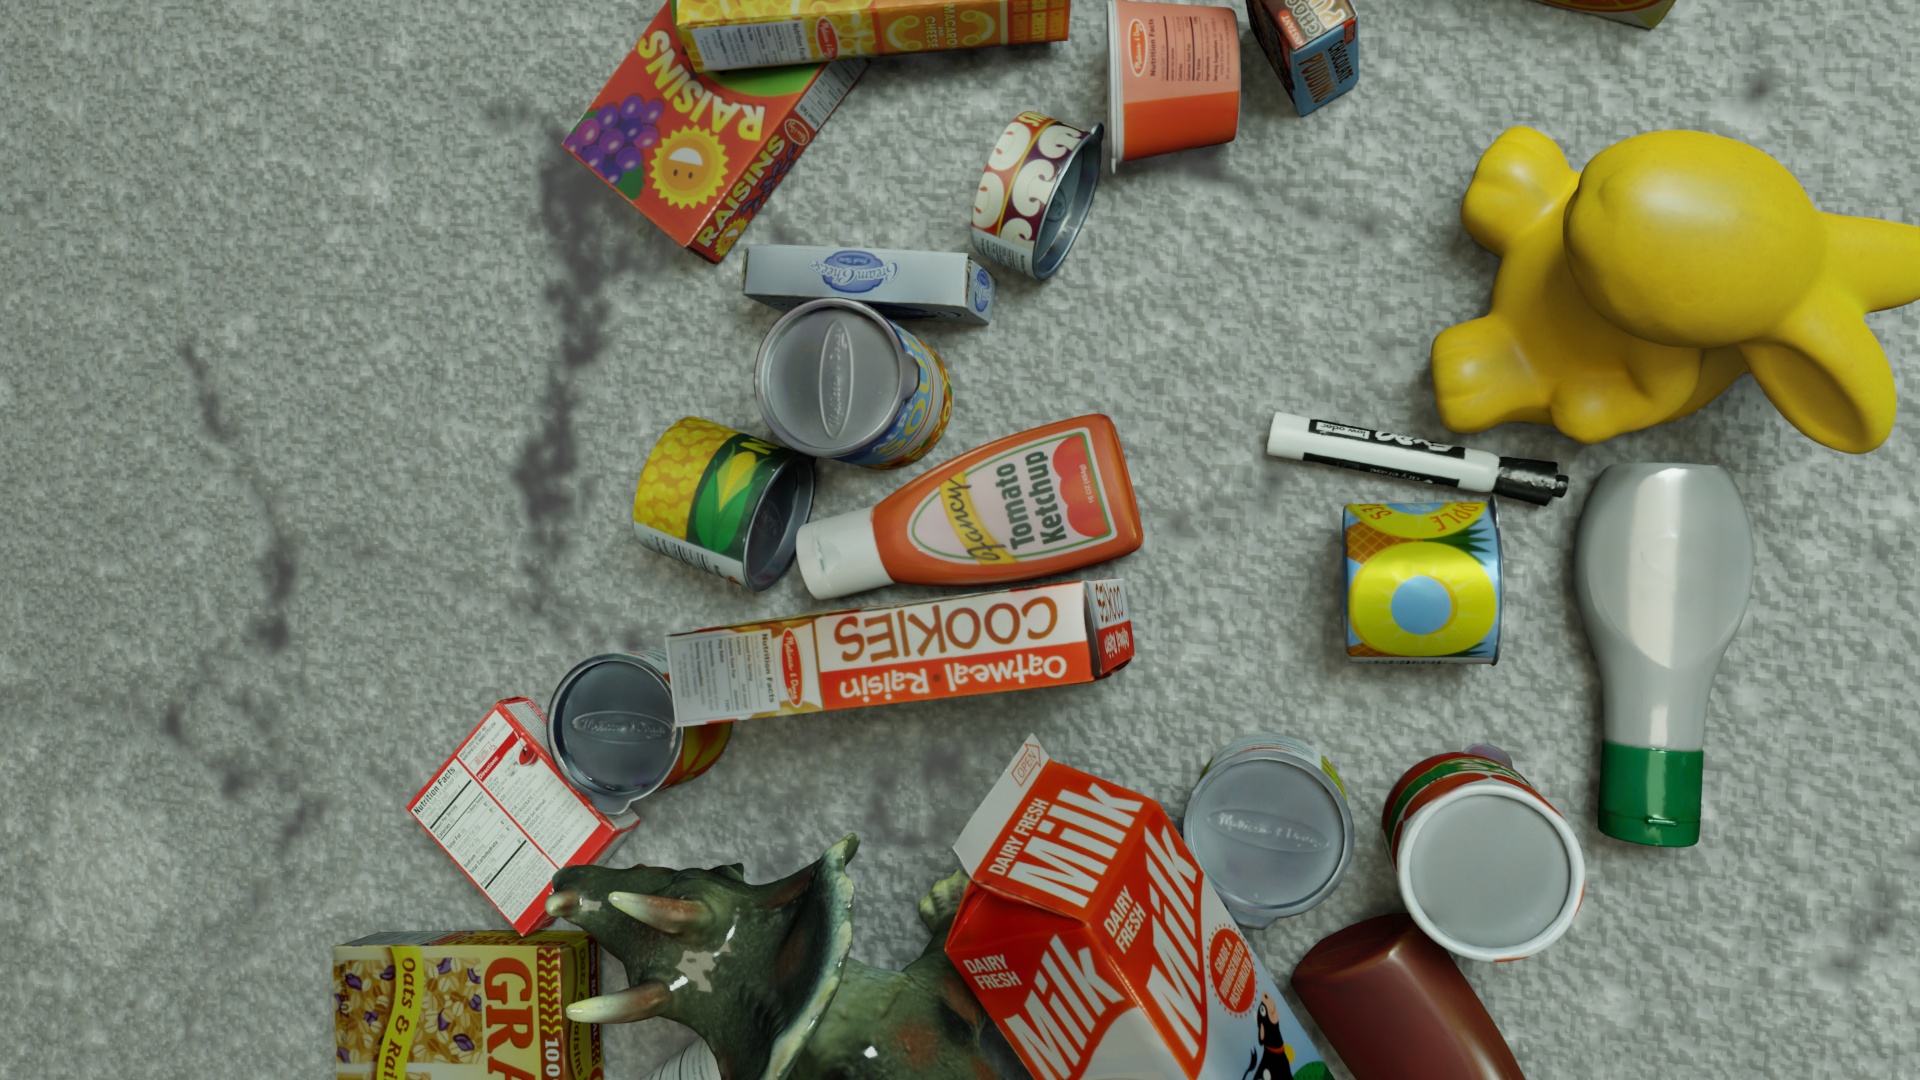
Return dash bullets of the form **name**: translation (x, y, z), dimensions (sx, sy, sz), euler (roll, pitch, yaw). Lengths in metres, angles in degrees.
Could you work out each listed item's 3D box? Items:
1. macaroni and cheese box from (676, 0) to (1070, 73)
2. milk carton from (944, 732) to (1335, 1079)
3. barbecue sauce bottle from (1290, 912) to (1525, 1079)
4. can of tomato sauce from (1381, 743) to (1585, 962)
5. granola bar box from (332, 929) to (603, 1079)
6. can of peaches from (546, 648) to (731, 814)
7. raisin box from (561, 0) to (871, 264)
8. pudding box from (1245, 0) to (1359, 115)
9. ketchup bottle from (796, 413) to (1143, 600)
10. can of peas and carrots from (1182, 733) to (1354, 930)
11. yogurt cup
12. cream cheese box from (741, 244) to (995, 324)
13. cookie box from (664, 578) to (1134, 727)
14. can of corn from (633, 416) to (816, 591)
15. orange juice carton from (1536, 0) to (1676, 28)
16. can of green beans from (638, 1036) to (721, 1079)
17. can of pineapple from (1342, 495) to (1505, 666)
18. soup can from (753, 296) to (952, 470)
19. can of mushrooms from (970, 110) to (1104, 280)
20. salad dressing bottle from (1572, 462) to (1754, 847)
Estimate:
- **macaroni and cheese box**: translation (-0.040, -0.275, 0.609), dimensions (0.166, 0.040, 0.124), euler (-5, 76, 1)
- **milk carton**: translation (0.063, 0.170, 0.537), dimensions (0.073, 0.073, 0.190), euler (-23, 106, 38)
- **barbecue sauce bottle**: translation (0.198, 0.224, 0.554), dimensions (0.148, 0.044, 0.064), euler (55, 138, 4)
- **can of tomato sauce**: translation (0.202, 0.119, 0.541), dimensions (0.071, 0.083, 0.071), euler (0, 89, 14)
- **granola bar box**: translation (-0.232, 0.272, 0.661), dimensions (0.124, 0.039, 0.165), euler (-4, 87, 14)
- **can of peaches**: translation (-0.146, 0.086, 0.639), dimensions (0.071, 0.058, 0.071), euler (0, 89, 13)
- **raisin box**: translation (-0.115, -0.205, 0.652), dimensions (0.086, 0.040, 0.123), euler (40, 96, 11)
- **pudding box**: translation (0.140, -0.213, 0.569), dimensions (0.030, 0.084, 0.049), euler (-29, 83, 14)
- **ketchup bottle**: translation (0.002, -0.008, 0.615), dimensions (0.149, 0.043, 0.065), euler (-15, 85, 13)
- **can of peas and carrots**: translation (0.127, 0.118, 0.572), dimensions (0.071, 0.059, 0.071), euler (0, 89, 14)
- **yogurt cup**: translation (0.089, -0.196, 0.591), dimensions (0.054, 0.072, 0.072), euler (-2, 88, 5)
- **cream cheese box**: translation (-0.040, -0.115, 0.623), dimensions (0.104, 0.053, 0.024), euler (5, 92, 14)
- **cookie box**: translation (-0.018, 0.045, 0.576), dimensions (0.167, 0.123, 0.040), euler (-8, 88, 13)
- **can of corn**: translation (-0.105, -0.020, 0.629), dimensions (0.058, 0.071, 0.071), euler (19, 93, 14)
- **orange juice carton**: translation (0.205, -0.277, 0.561), dimensions (0.193, 0.073, 0.071), euler (20, 93, 14)
- **can of green beans**: translation (-0.108, 0.256, 0.619), dimensions (0.058, 0.071, 0.071), euler (-37, 80, 9)
- **can of pineapple**: translation (0.184, 0.015, 0.558), dimensions (0.058, 0.071, 0.071), euler (-1, 88, 14)
- **soup can**: translation (-0.041, -0.066, 0.606), dimensions (0.071, 0.084, 0.071), euler (0, 89, 13)
- **can of mushrooms**: translation (0.034, -0.151, 0.600), dimensions (0.033, 0.071, 0.071), euler (25, 94, 14)
- **salad dressing bottle**: translation (0.275, 0.044, 0.548), dimensions (0.064, 0.044, 0.147), euler (3, 90, 12)
